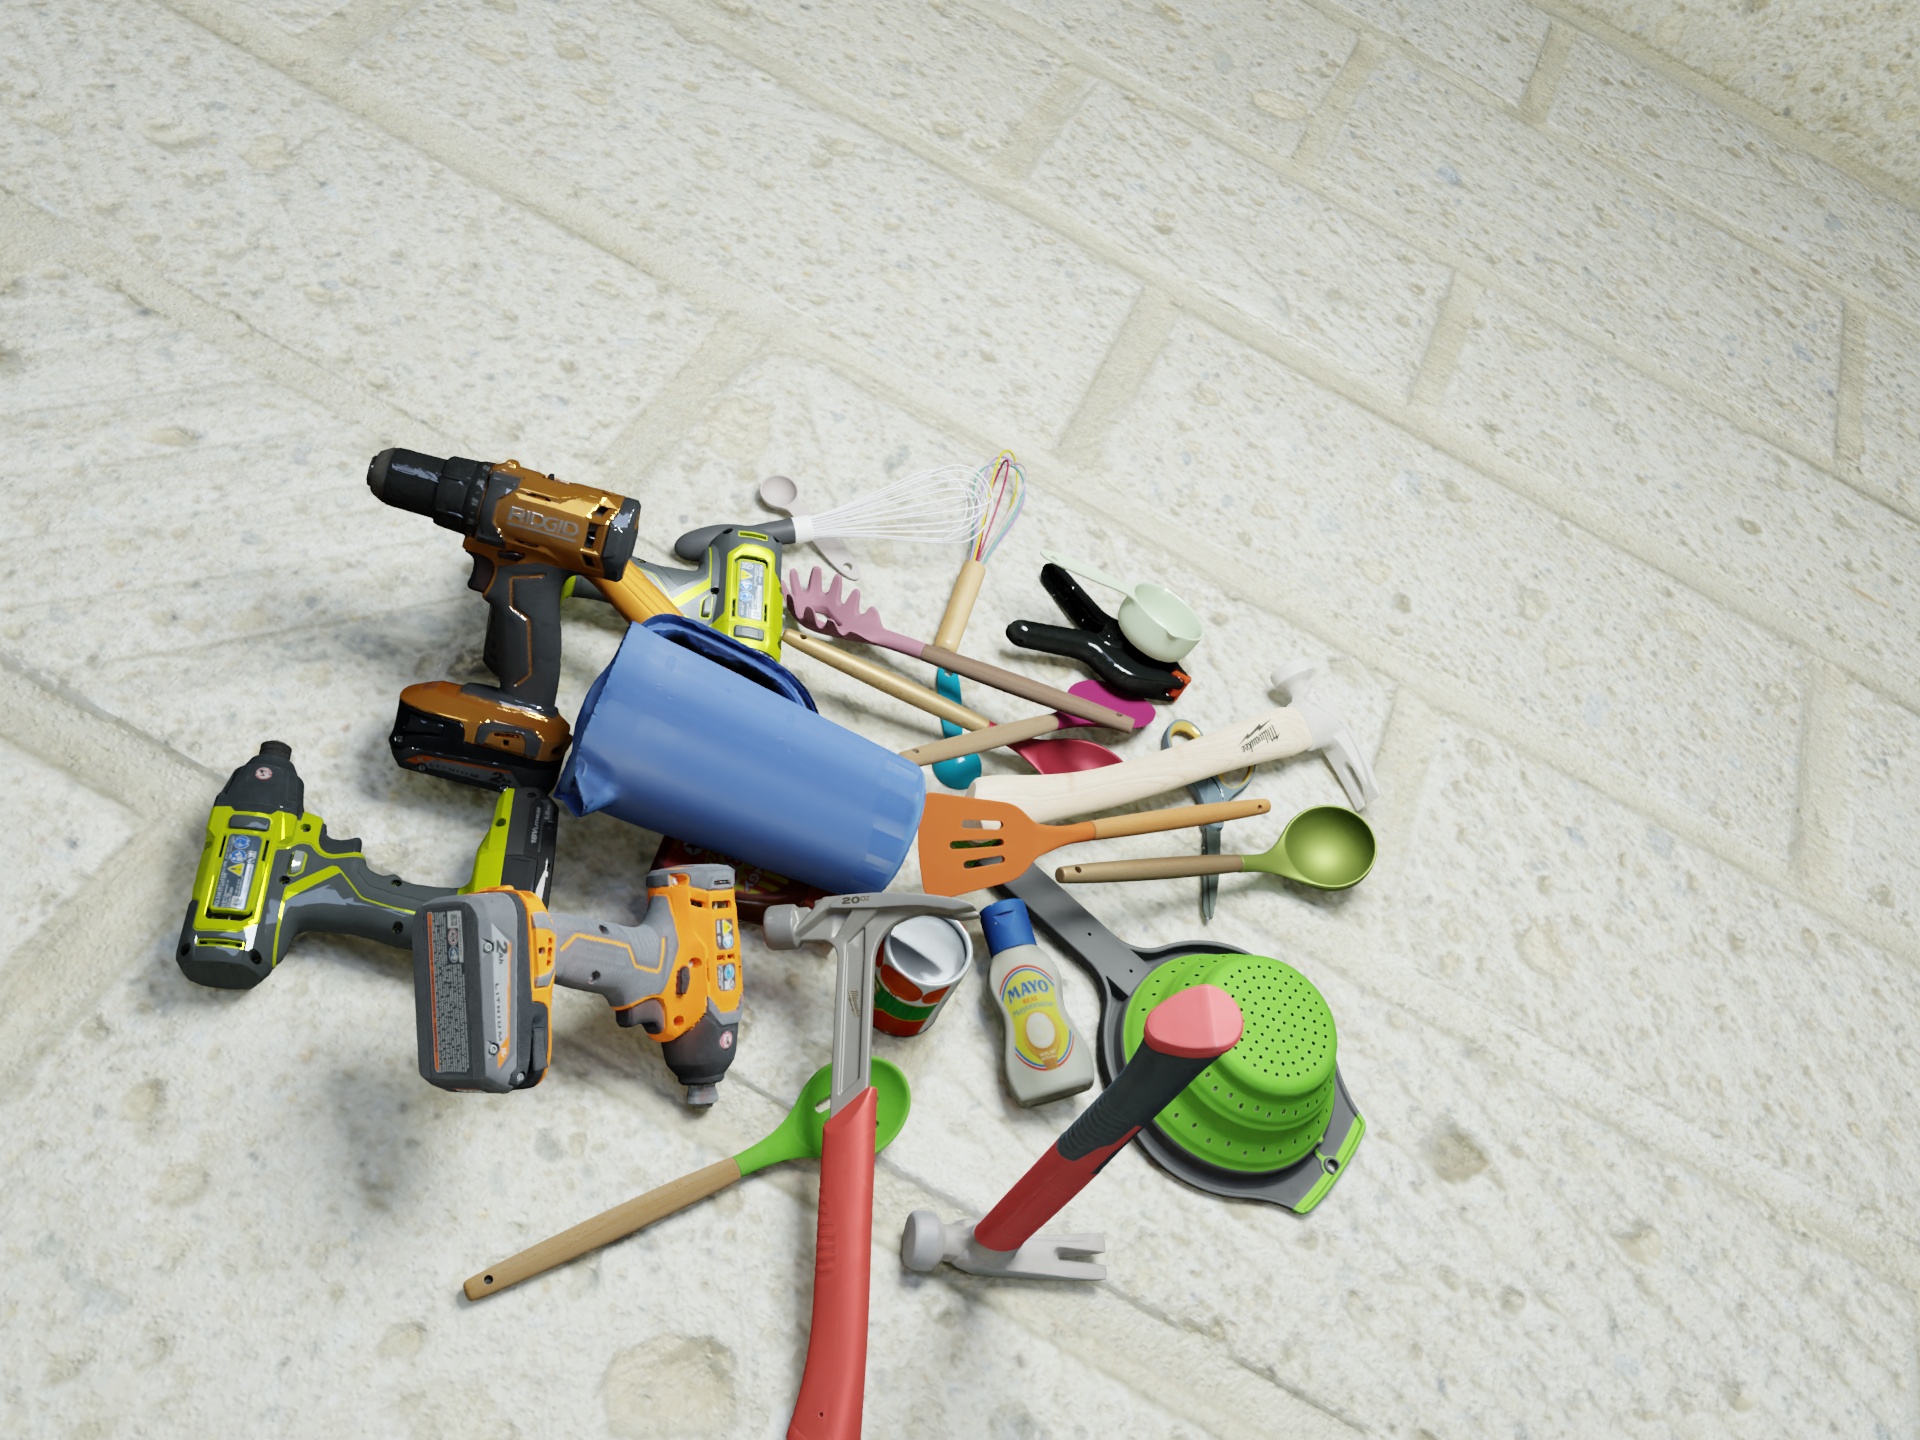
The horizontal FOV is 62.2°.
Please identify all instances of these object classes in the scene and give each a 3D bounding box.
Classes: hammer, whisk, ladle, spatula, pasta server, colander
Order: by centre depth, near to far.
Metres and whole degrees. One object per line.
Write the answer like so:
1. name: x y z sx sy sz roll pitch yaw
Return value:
1. hammer: 0.085 0.257 0.939 0.143 0.386 0.038 10 53 -15
2. hammer: -0.064 0.288 1.028 0.149 0.036 0.359 -4 66 11
3. colander: 0.152 0.190 1.203 0.397 0.094 0.204 41 52 11
4. hammer: -0.181 -0.038 1.207 0.337 0.034 0.127 45 66 -7
5. spatula: 0.115 0.082 1.240 0.322 0.041 0.081 -5 93 -33
6. ladle: 0.209 0.108 1.270 0.320 0.062 0.078 0 51 -35
7. ladle: -0.002 -0.004 1.301 0.315 0.031 0.069 25 42 -13
8. pasta server: -0.005 -0.054 1.318 0.316 0.040 0.060 20 37 11
9. hammer: 0.178 0.048 1.323 0.410 0.038 0.146 -13 67 -34
10. whisk: -0.106 -0.169 1.377 0.284 0.070 0.070 -11 60 -14
11. whisk: 0.016 -0.156 1.435 0.051 0.047 0.245 19 55 0

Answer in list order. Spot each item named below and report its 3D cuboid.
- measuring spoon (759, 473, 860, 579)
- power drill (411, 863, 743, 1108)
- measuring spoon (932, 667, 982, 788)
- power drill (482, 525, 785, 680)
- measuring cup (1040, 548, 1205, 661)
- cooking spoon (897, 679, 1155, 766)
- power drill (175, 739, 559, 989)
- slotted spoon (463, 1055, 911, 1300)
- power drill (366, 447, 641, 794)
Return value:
1. measuring spoon: -0.132 -0.168 1.407 0.034 0.018 0.124 -39 82 -26
2. power drill: -0.230 0.179 1.020 0.226 0.084 0.164 2 81 -52
3. measuring spoon: -0.004 -0.003 1.327 0.042 0.021 0.129 5 56 -18
4. power drill: -0.251 -0.074 1.251 0.228 0.080 0.191 9 62 -18
5. measuring cup: 0.135 -0.102 1.393 0.167 0.038 0.083 24 33 -16
6. cooking spoon: 0.058 0.006 1.296 0.069 0.017 0.319 42 33 27
7. power drill: -0.390 0.098 1.072 0.223 0.080 0.171 7 57 -13
8. slotted spoon: -0.171 0.302 1.042 0.313 0.031 0.070 -19 66 -29
9. power drill: -0.342 -0.075 1.126 0.185 0.226 0.084 15 11 -10
